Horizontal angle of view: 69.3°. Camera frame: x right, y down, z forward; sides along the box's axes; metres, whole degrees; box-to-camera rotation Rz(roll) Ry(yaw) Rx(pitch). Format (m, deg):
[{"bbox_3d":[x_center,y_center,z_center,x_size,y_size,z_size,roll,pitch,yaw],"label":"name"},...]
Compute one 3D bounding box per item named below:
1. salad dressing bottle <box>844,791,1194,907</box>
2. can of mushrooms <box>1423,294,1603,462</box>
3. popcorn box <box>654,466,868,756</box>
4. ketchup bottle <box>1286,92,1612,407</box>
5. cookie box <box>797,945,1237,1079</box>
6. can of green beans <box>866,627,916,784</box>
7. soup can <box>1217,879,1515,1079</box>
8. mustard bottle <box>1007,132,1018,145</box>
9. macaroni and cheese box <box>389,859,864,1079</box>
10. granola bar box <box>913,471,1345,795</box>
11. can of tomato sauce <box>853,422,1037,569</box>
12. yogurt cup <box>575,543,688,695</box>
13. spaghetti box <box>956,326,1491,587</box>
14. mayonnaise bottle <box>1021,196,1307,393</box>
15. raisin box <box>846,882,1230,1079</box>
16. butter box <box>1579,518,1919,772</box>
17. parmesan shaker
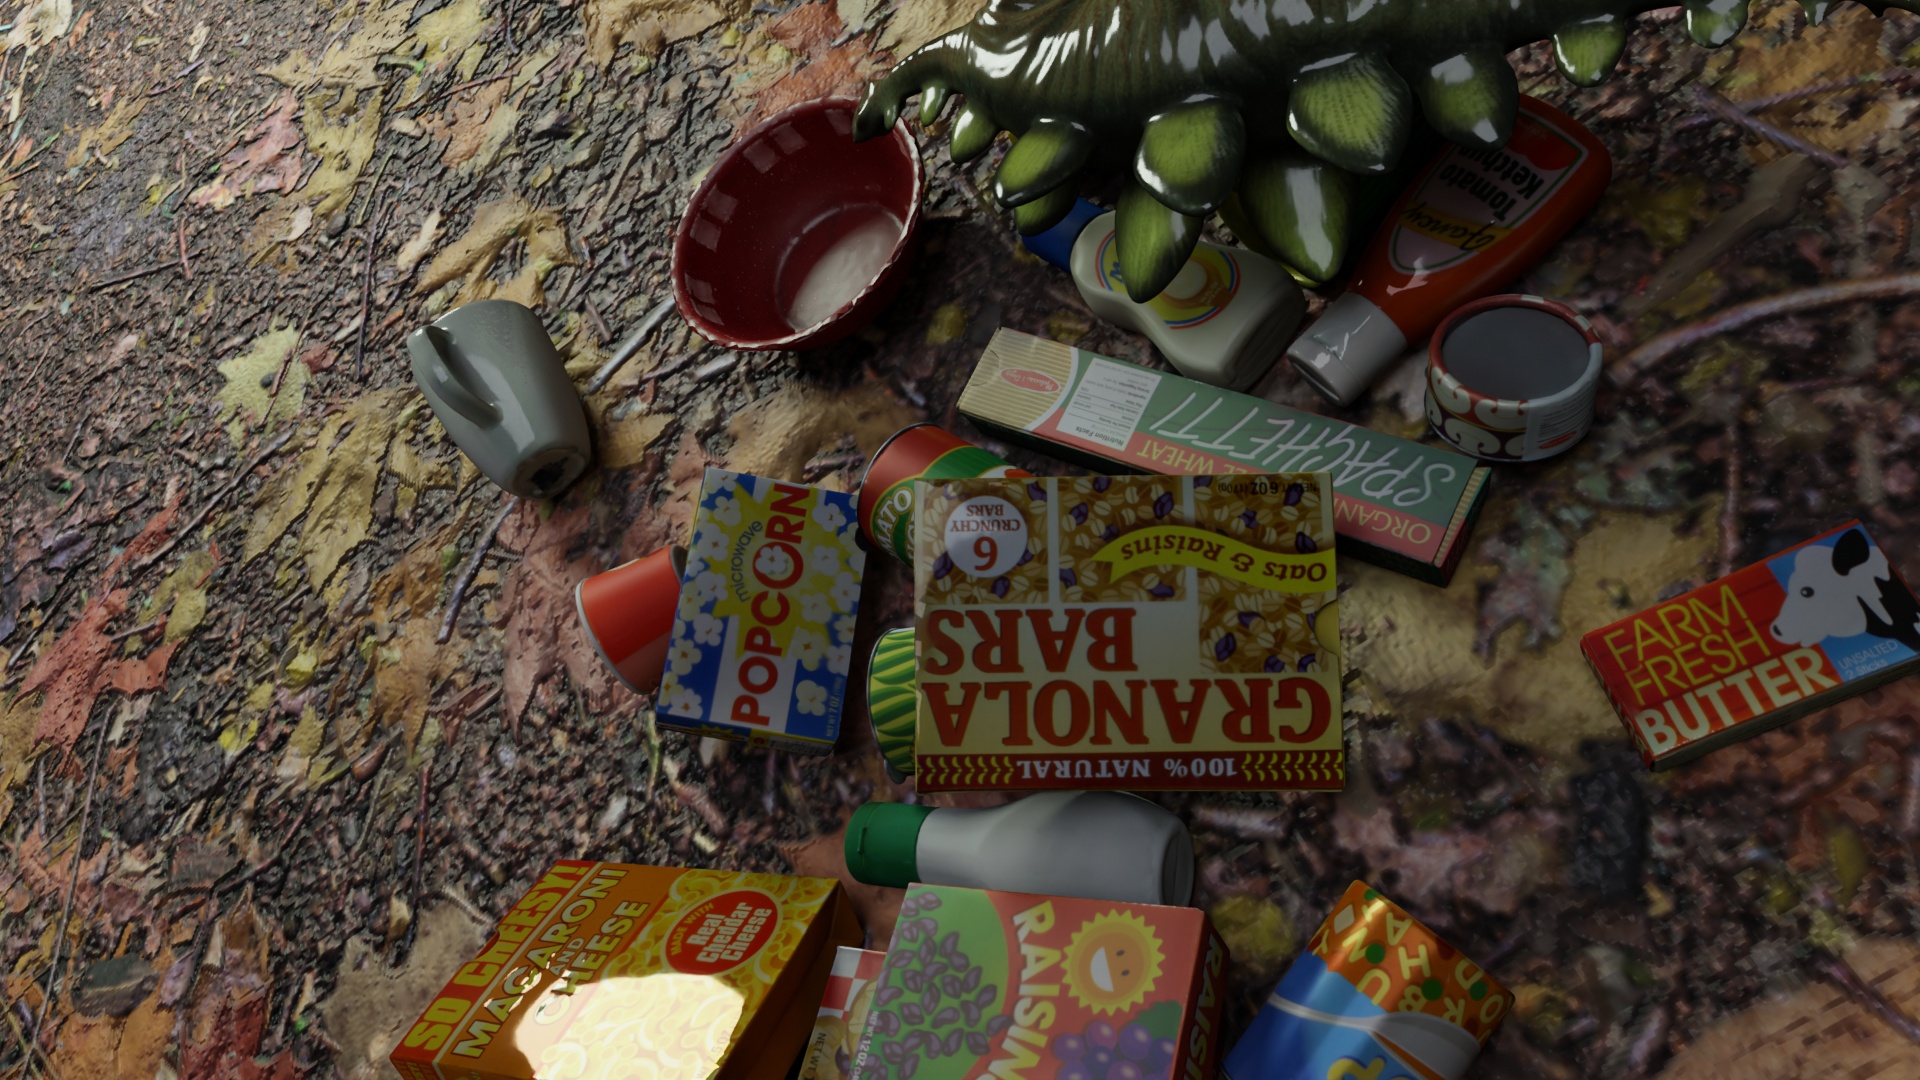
[{"bbox_3d":[0.021,0.133,0.584,0.147,0.044,0.064,-1,73,29],"label":"salad dressing bottle"},{"bbox_3d":[0.221,-0.067,0.562,0.071,0.033,0.071,-7,50,9],"label":"can of mushrooms"},{"bbox_3d":[-0.093,0.034,0.668,0.085,0.038,0.127,11,68,-8],"label":"popcorn box"},{"bbox_3d":[0.206,-0.122,0.602,0.149,0.043,0.065,-46,59,3],"label":"ketchup bottle"},{"bbox_3d":[0.012,0.229,0.530,0.167,0.040,0.123,-1,55,28],"label":"cookie box"},{"bbox_3d":[0.000,0.068,0.611,0.058,0.071,0.071,-9,64,25],"label":"can of green beans"},{"bbox_3d":[0.143,0.173,0.483,0.071,0.071,0.084,35,87,35],"label":"soup can"},{"bbox_3d":[0.069,-0.240,0.728,0.065,0.048,0.160,39,89,36],"label":"mustard bottle"},{"bbox_3d":[-0.143,0.197,0.606,0.166,0.040,0.124,-3,30,27],"label":"macaroni and cheese box"},{"bbox_3d":[0.064,0.037,0.550,0.166,0.039,0.124,-1,83,3],"label":"granola bar box"},{"bbox_3d":[0.002,-0.008,0.644,0.083,0.071,0.071,29,83,34],"label":"can of tomato sauce"},{"bbox_3d":[-0.156,0.038,0.712,0.054,0.072,0.072,-30,57,4],"label":"yogurt cup"},{"bbox_3d":[0.109,-0.043,0.626,0.250,0.028,0.050,22,79,34],"label":"spaghetti box"},{"bbox_3d":[0.091,-0.127,0.668,0.148,0.041,0.065,38,88,35],"label":"mayonnaise bottle"},{"bbox_3d":[0.029,0.176,0.507,0.123,0.040,0.086,-3,50,29],"label":"raisin box"},{"bbox_3d":[0.284,0.039,0.496,0.103,0.024,0.053,-27,58,15],"label":"butter box"},{"bbox_3d":[0.175,-0.174,0.630,0.103,0.071,0.071,-48,54,0],"label":"parmesan shaker"}]
